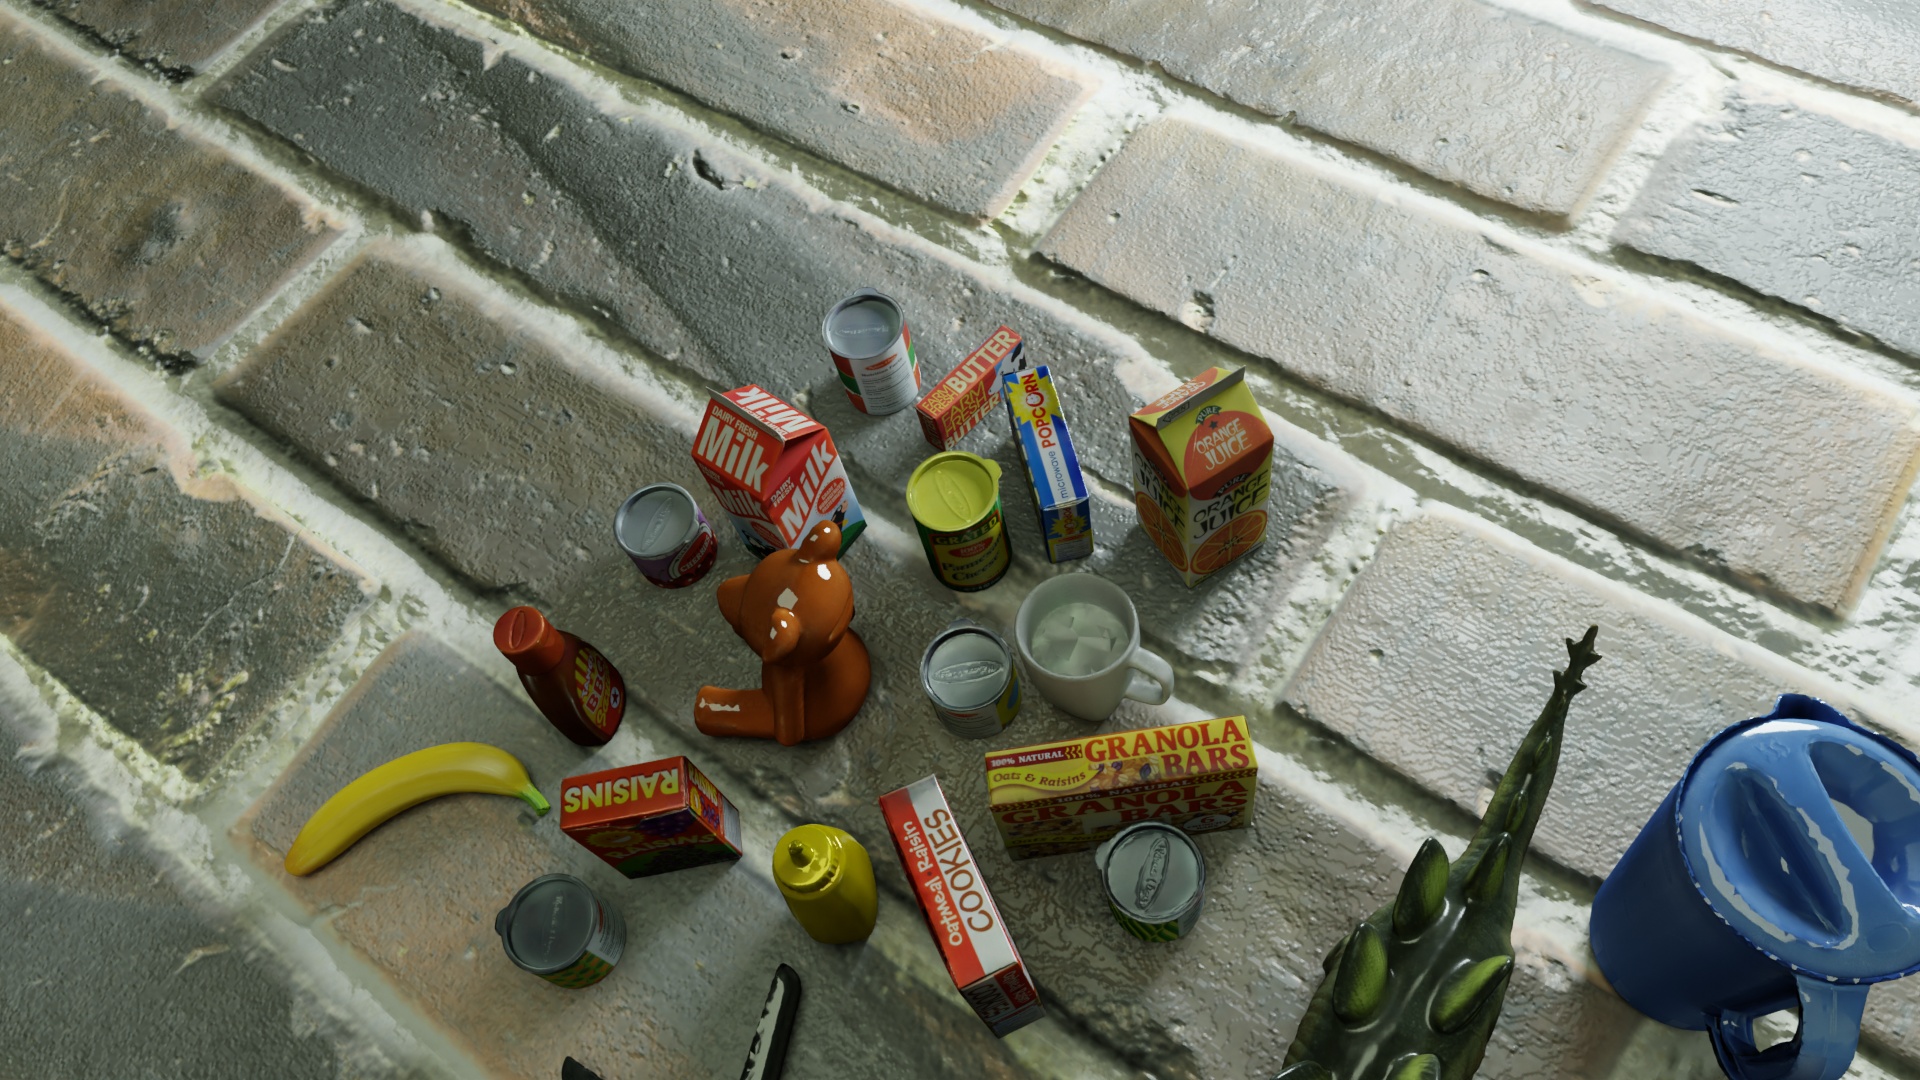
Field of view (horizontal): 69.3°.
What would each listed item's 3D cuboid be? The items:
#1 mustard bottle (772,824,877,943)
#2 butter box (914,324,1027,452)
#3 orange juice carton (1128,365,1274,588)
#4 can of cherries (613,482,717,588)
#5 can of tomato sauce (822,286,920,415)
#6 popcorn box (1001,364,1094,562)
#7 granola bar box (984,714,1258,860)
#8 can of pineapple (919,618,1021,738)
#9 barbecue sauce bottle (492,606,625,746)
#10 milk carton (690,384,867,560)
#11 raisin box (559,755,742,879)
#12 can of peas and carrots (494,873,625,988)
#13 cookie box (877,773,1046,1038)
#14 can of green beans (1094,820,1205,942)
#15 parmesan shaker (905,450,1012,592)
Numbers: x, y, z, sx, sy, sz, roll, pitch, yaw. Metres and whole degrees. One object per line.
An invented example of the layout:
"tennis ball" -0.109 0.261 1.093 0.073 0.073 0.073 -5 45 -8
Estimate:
"mustard bottle" -0.089 0.213 0.888 0.049 0.159 0.065 -9 61 5
"butter box" 0.011 -0.122 1.118 0.024 0.053 0.104 39 74 25
"orange juice carton" 0.168 -0.051 0.972 0.072 0.192 0.073 -30 61 -7
"can of cherries" -0.228 -0.002 1.088 0.071 0.058 0.072 -4 61 7
"can of tomato sauce" -0.071 -0.153 1.131 0.071 0.082 0.071 -4 61 7
"popcorn box" 0.067 -0.058 1.055 0.038 0.085 0.127 -15 60 1
"granola bar box" 0.105 0.163 0.904 0.165 0.123 0.039 -9 61 4
"can of pineapple" 0.009 0.100 0.993 0.071 0.057 0.071 -4 61 7
"barbecue sauce bottle" -0.286 0.094 0.993 0.044 0.148 0.065 -3 61 8
"milk carton" -0.134 -0.045 1.021 0.072 0.189 0.074 31 71 23
"raisin box" -0.207 0.190 0.941 0.086 0.123 0.040 -11 61 4
"can of peas and carrots" -0.272 0.267 0.947 0.071 0.058 0.071 -4 61 7
"cookie box" 0.002 0.230 0.859 0.040 0.166 0.123 -25 61 -4
"can of green beans" 0.126 0.223 0.906 0.071 0.057 0.071 -4 61 7
"parmesan shaker" 0.004 -0.013 1.030 0.071 0.102 0.071 -4 61 7
